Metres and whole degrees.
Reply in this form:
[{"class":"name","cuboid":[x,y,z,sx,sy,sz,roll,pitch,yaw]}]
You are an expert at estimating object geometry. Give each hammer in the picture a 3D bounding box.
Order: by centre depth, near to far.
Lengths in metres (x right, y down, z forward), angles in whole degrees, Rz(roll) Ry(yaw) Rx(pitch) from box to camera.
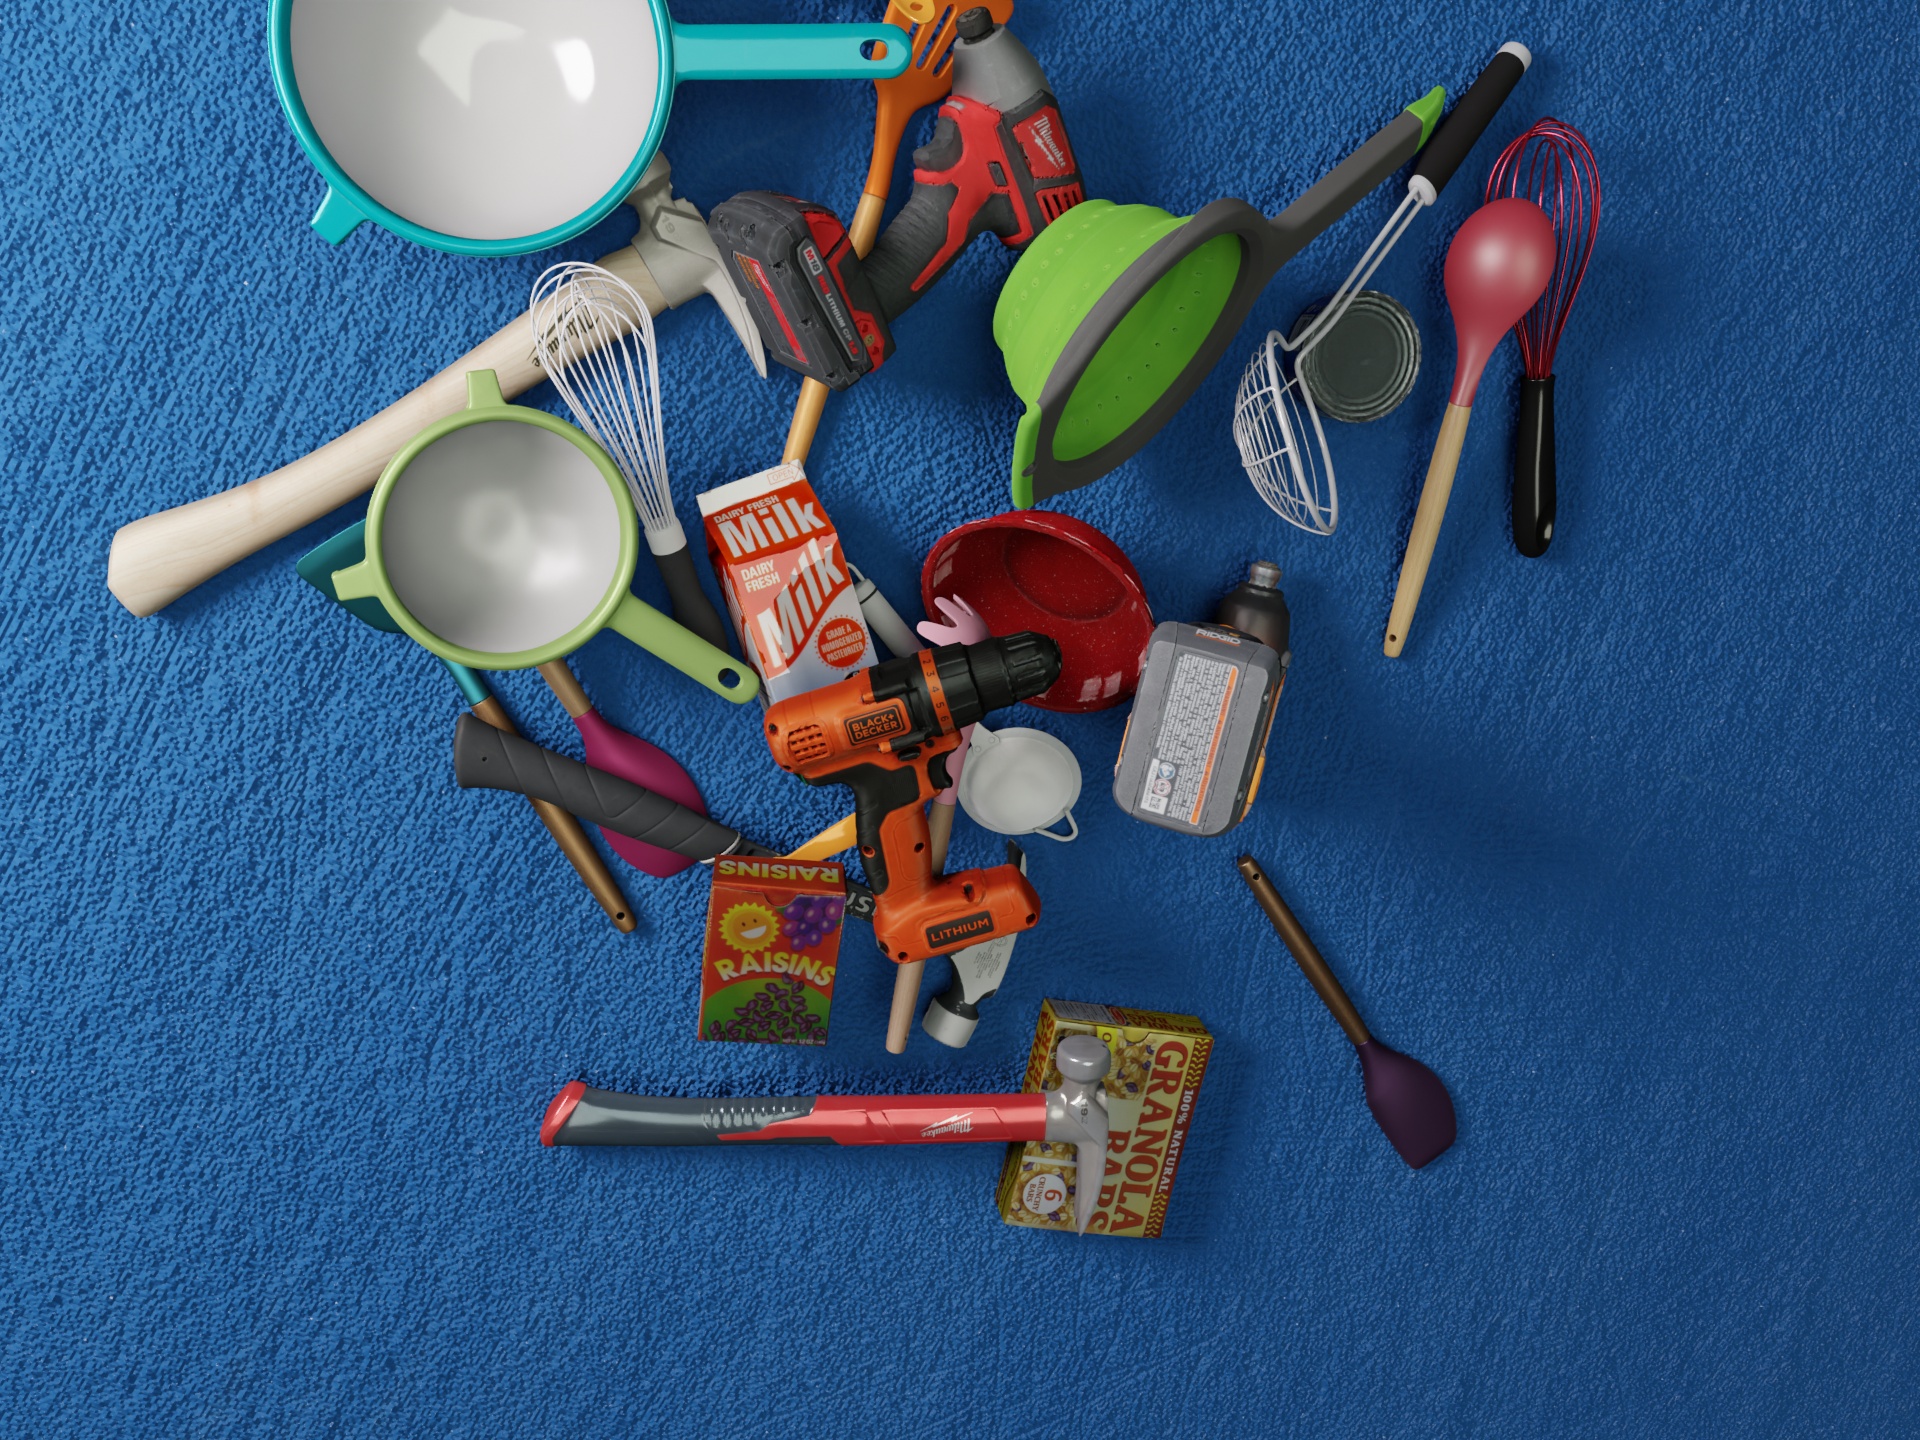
[{"class":"hammer","cuboid":[-0.317,-0.174,0.957,0.410,0.038,0.146,-32,110,-2]},{"class":"hammer","cuboid":[-0.137,0.086,1.046,0.408,0.036,0.149,25,96,-22]},{"class":"hammer","cuboid":[-0.091,0.290,1.099,0.386,0.038,0.143,0,107,-5]}]

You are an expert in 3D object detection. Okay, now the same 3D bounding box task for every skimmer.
[{"class":"skimmer","cuboid":[0.282,-0.281,0.994,0.363,0.090,0.127,-54,139,-10]}]

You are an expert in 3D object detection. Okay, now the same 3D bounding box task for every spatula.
[{"class":"spatula","cuboid":[-0.056,-0.297,0.978,0.081,0.041,0.322,9,105,-38]},{"class":"spatula","cuboid":[-0.291,0.012,1.006,0.082,0.044,0.317,-31,109,-5]},{"class":"spatula","cuboid":[0.292,0.220,1.198,0.060,0.018,0.315,-37,110,-2]}]

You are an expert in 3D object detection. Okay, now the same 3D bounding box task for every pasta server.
[{"class":"pasta server","cuboid":[-0.022,0.075,1.039,0.040,0.060,0.316,20,110,27]}]

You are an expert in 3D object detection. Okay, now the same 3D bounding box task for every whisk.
[{"class":"whisk","cuboid":[-0.189,-0.139,0.959,0.070,0.070,0.284,-19,125,-7]},{"class":"whisk","cuboid":[0.392,-0.253,1.080,0.073,0.073,0.295,-10,112,-9]}]

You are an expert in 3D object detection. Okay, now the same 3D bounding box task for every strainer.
[{"class":"strainer","cuboid":[-0.200,-0.370,0.894,0.340,0.095,0.211,-3,104,-7]},{"class":"strainer","cuboid":[-0.230,-0.084,0.948,0.256,0.069,0.151,34,88,-32]},{"class":"strainer","cuboid":[-0.002,-0.003,1.065,0.087,0.050,0.258,-34,106,18]}]

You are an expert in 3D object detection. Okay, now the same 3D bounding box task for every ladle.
[{"class":"ladle","cuboid":[0.329,-0.188,1.070,0.031,0.069,0.315,-24,130,-49]}]

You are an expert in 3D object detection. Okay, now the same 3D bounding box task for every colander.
[{"class":"colander","cuboid":[0.146,-0.299,0.993,0.397,0.204,0.094,-42,74,-16]}]

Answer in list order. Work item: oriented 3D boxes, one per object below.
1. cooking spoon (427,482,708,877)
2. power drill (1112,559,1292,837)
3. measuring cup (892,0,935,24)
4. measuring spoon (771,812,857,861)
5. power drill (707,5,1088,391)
[{"class":"cooking spoon","cuboid":[-0.252,-0.026,1.002,0.069,0.017,0.318,-30,116,-3]},{"class":"power drill","cuboid":[0.166,-0.019,1.011,0.084,0.226,0.164,16,101,14]},{"class":"measuring cup","cuboid":[-0.056,-0.429,0.893,0.095,0.052,0.174,-27,67,-9]},{"class":"measuring spoon","cuboid":[-0.076,0.077,1.038,0.117,0.011,0.021,-28,110,-9]},{"class":"power drill","cuboid":[-0.029,-0.306,0.931,0.219,0.079,0.143,-39,132,-15]}]
